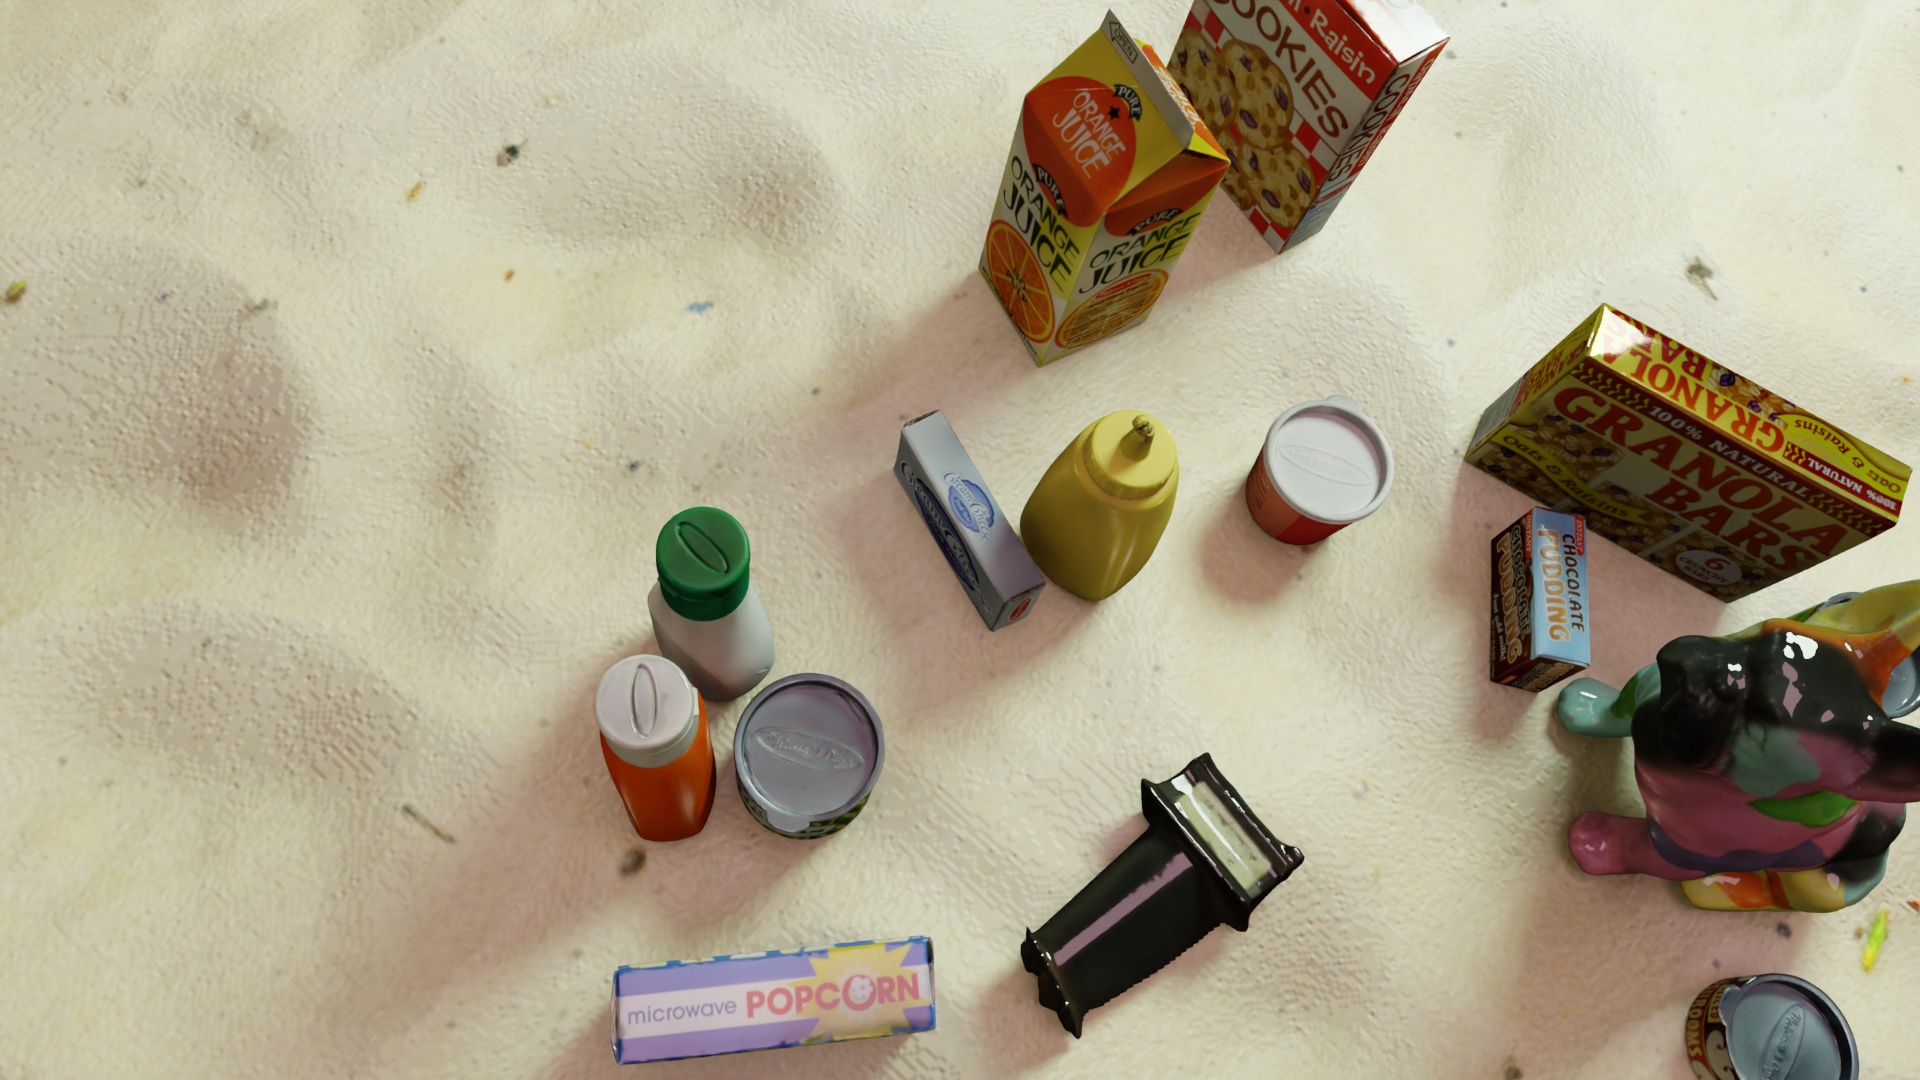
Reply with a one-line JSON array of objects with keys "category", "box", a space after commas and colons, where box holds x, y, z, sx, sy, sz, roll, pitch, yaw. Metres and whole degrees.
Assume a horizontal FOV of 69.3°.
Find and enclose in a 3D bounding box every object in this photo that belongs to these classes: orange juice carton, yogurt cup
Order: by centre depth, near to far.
[{"category": "orange juice carton", "box": [0.069, -0.169, 0.682, 0.073, 0.192, 0.072, -25, 75, -16]}, {"category": "yogurt cup", "box": [0.182, -0.032, 0.721, 0.072, 0.053, 0.072, 3, 69, -7]}]

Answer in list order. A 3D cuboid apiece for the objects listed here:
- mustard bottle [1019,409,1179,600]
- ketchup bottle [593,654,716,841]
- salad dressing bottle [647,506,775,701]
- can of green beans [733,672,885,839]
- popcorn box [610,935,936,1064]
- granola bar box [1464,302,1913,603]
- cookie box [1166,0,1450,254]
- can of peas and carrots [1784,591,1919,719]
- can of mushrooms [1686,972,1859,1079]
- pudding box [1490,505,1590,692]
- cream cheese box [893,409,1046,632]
[{"category": "mustard bottle", "box": [0.070, -0.022, 0.643, 0.065, 0.159, 0.049, 42, 70, 8]}, {"category": "ketchup bottle", "box": [-0.126, 0.084, 0.579, 0.043, 0.148, 0.065, -5, 70, -10]}, {"category": "salad dressing bottle", "box": [-0.109, 0.029, 0.603, 0.064, 0.147, 0.044, 44, 70, 9]}, {"category": "can of green beans", "box": [-0.069, 0.099, 0.630, 0.071, 0.057, 0.071, 3, 69, -7]}, {"category": "popcorn box", "box": [-0.077, 0.192, 0.579, 0.127, 0.085, 0.038, -3, 70, -10]}, {"category": "granola bar box", "box": [0.365, -0.039, 0.713, 0.165, 0.123, 0.039, 29, 68, 3]}, {"category": "cookie box", "box": [0.173, -0.250, 0.742, 0.040, 0.166, 0.123, -32, 77, -18]}, {"category": "can of peas and carrots", "box": [0.451, 0.069, 0.719, 0.071, 0.058, 0.071, 3, 69, -7]}, {"category": "can of mushrooms", "box": [0.381, 0.238, 0.657, 0.071, 0.033, 0.071, 3, 69, -7]}, {"category": "pudding box", "box": [0.298, 0.031, 0.716, 0.030, 0.049, 0.084, 11, 68, -4]}, {"category": "cream cheese box", "box": [0.002, -0.009, 0.685, 0.024, 0.053, 0.104, -27, 75, -17]}]
